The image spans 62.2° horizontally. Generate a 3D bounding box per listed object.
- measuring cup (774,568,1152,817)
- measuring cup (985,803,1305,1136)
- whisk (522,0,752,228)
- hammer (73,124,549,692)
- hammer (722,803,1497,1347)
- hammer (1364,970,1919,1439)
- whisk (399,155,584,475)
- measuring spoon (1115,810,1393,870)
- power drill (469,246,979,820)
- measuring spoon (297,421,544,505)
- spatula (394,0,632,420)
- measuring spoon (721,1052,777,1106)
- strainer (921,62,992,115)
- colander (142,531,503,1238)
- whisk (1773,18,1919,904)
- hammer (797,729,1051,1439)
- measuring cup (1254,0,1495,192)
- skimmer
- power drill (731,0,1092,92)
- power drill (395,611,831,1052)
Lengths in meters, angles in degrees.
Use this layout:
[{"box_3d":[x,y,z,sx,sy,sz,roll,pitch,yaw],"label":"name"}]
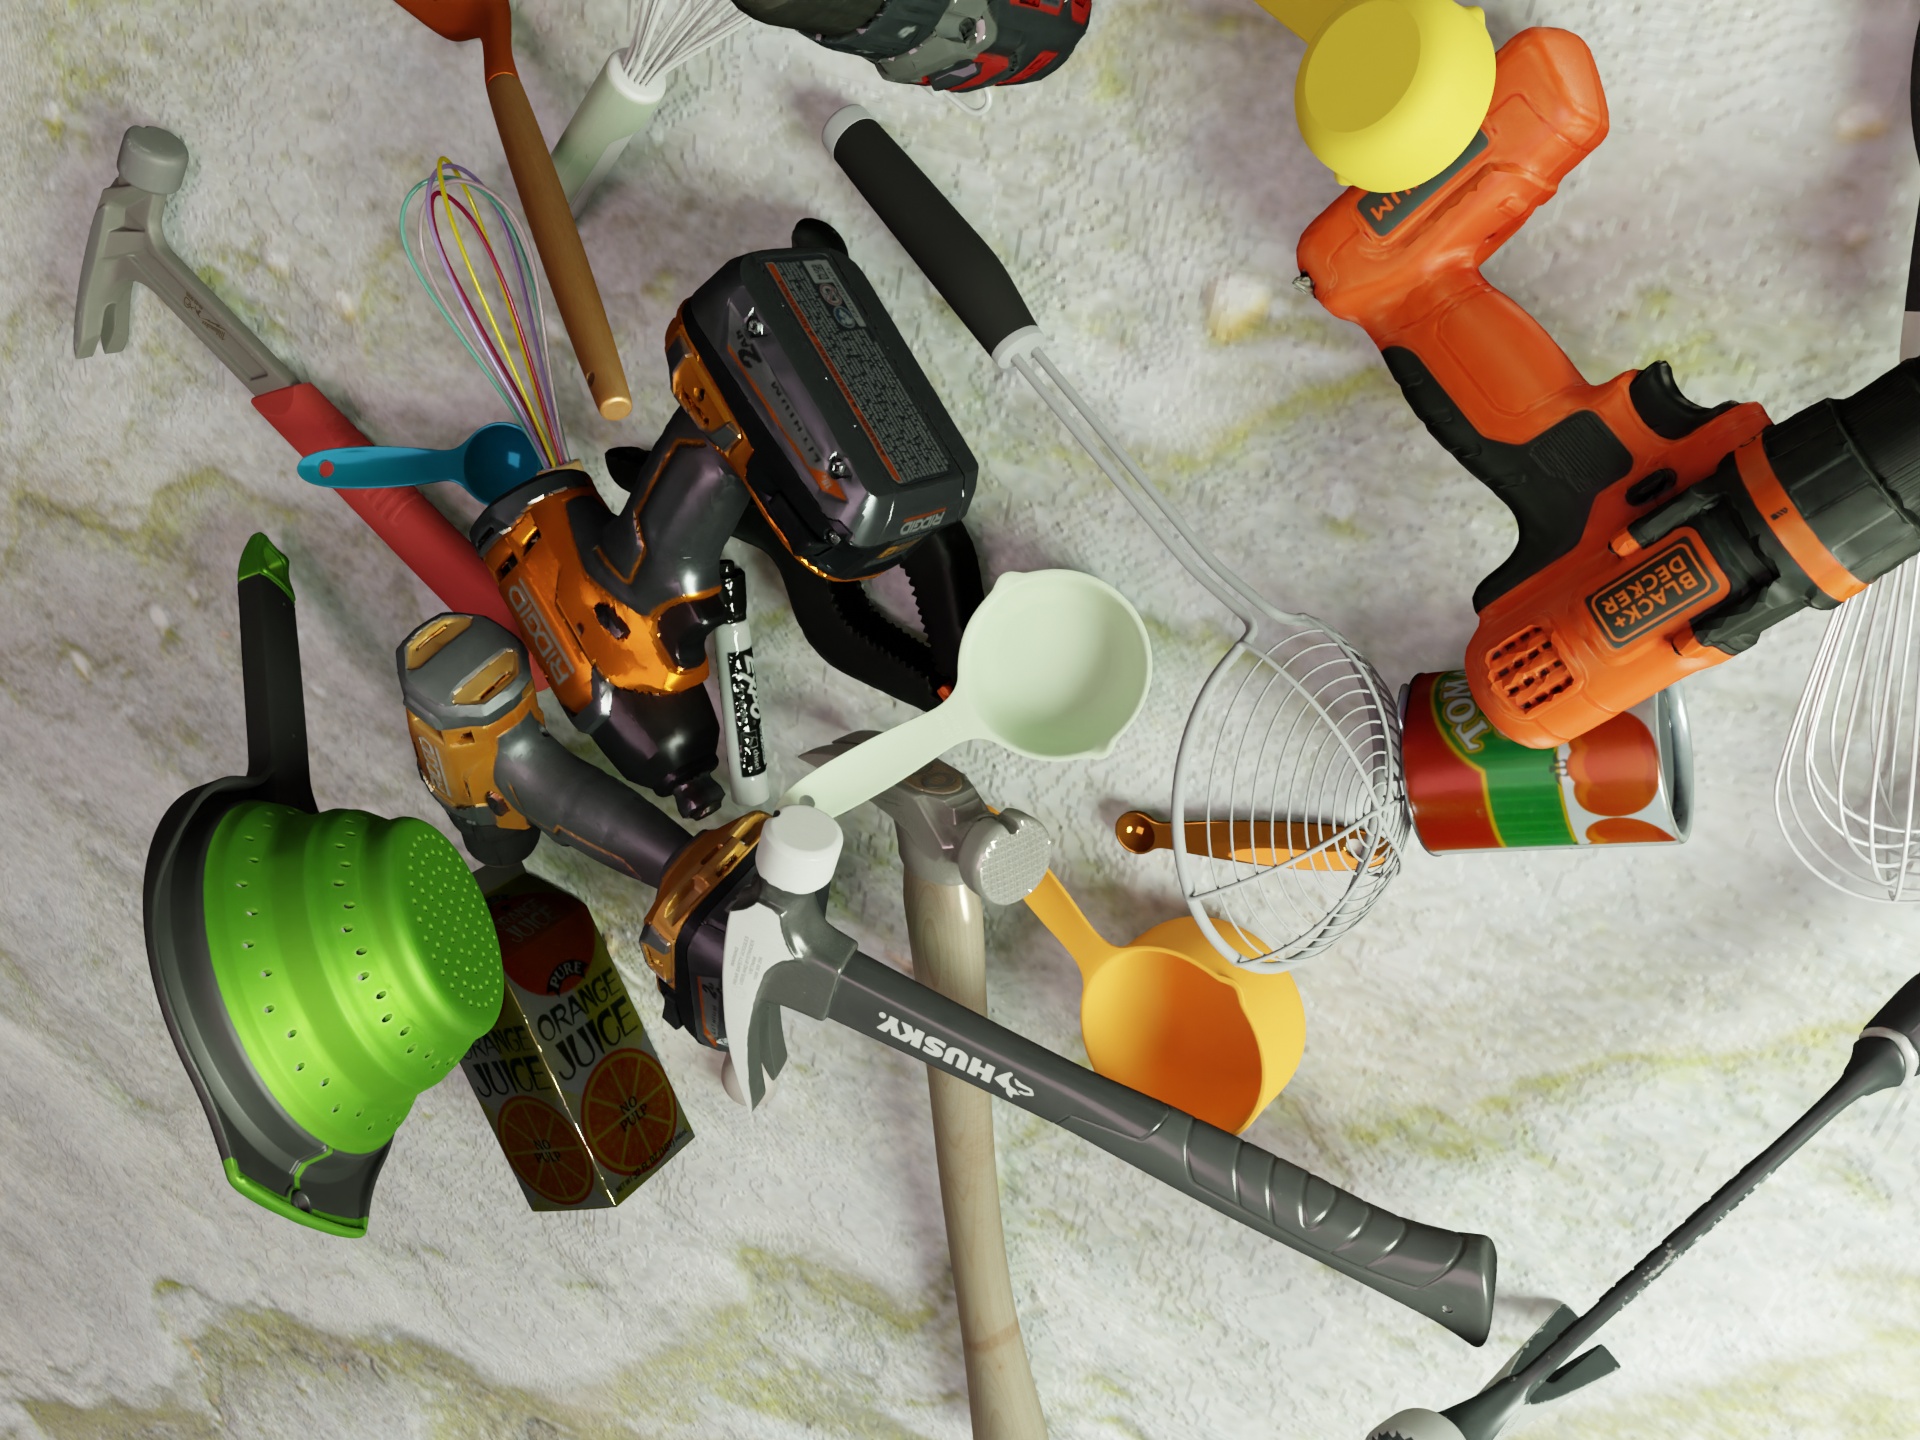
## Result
[{"box_3d":[-0.001,-0.002,0.646,0.167,0.038,0.083,-29,95,9],"label":"measuring cup"},{"box_3d":[0.074,0.095,0.677,0.174,0.052,0.095,50,130,17],"label":"measuring cup"},{"box_3d":[-0.123,-0.257,0.624,0.059,0.058,0.246,46,145,-13],"label":"whisk"},{"box_3d":[-0.338,-0.142,0.840,0.359,0.037,0.149,44,126,9],"label":"hammer"},{"box_3d":[0.055,0.160,0.636,0.335,0.035,0.146,25,126,8],"label":"hammer"},{"box_3d":[0.292,0.122,0.521,0.036,0.149,0.408,50,120,31],"label":"hammer"},{"box_3d":[-0.198,-0.139,0.744,0.047,0.051,0.244,16,127,58],"label":"whisk"},{"box_3d":[0.119,0.048,0.653,0.117,0.011,0.021,2,112,28],"label":"measuring spoon"},{"box_3d":[-0.099,-0.065,0.649,0.226,0.084,0.164,-34,84,39],"label":"power drill"},{"box_3d":[-0.264,-0.124,0.787,0.128,0.021,0.042,1,90,9],"label":"measuring spoon"},{"box_3d":[-0.190,-0.246,0.652,0.081,0.041,0.323,-46,55,37],"label":"spatula"},{"box_3d":[-0.135,0.154,0.850,0.034,0.018,0.124,-19,99,36],"label":"measuring spoon"},{"box_3d":[-0.087,-0.313,0.607,0.258,0.050,0.086,41,126,4],"label":"strainer"},{"box_3d":[-0.304,0.046,0.795,0.094,0.204,0.398,-21,57,1],"label":"colander"},{"box_3d":[0.284,-0.079,0.466,0.070,0.070,0.284,5,107,30],"label":"whisk"},{"box_3d":[-0.003,0.201,0.763,0.146,0.038,0.410,27,131,49],"label":"hammer"},{"box_3d":[0.103,-0.226,0.495,0.062,0.029,0.157,-49,57,30],"label":"measuring cup"},{"box_3d":[0.044,-0.076,0.601,0.363,0.127,0.090,54,139,15],"label":"skimmer"},{"box_3d":[-0.038,-0.311,0.488,0.080,0.188,0.226,-9,101,31],"label":"power drill"},{"box_3d":[-0.177,0.065,0.787,0.226,0.084,0.185,35,149,13],"label":"power drill"}]
